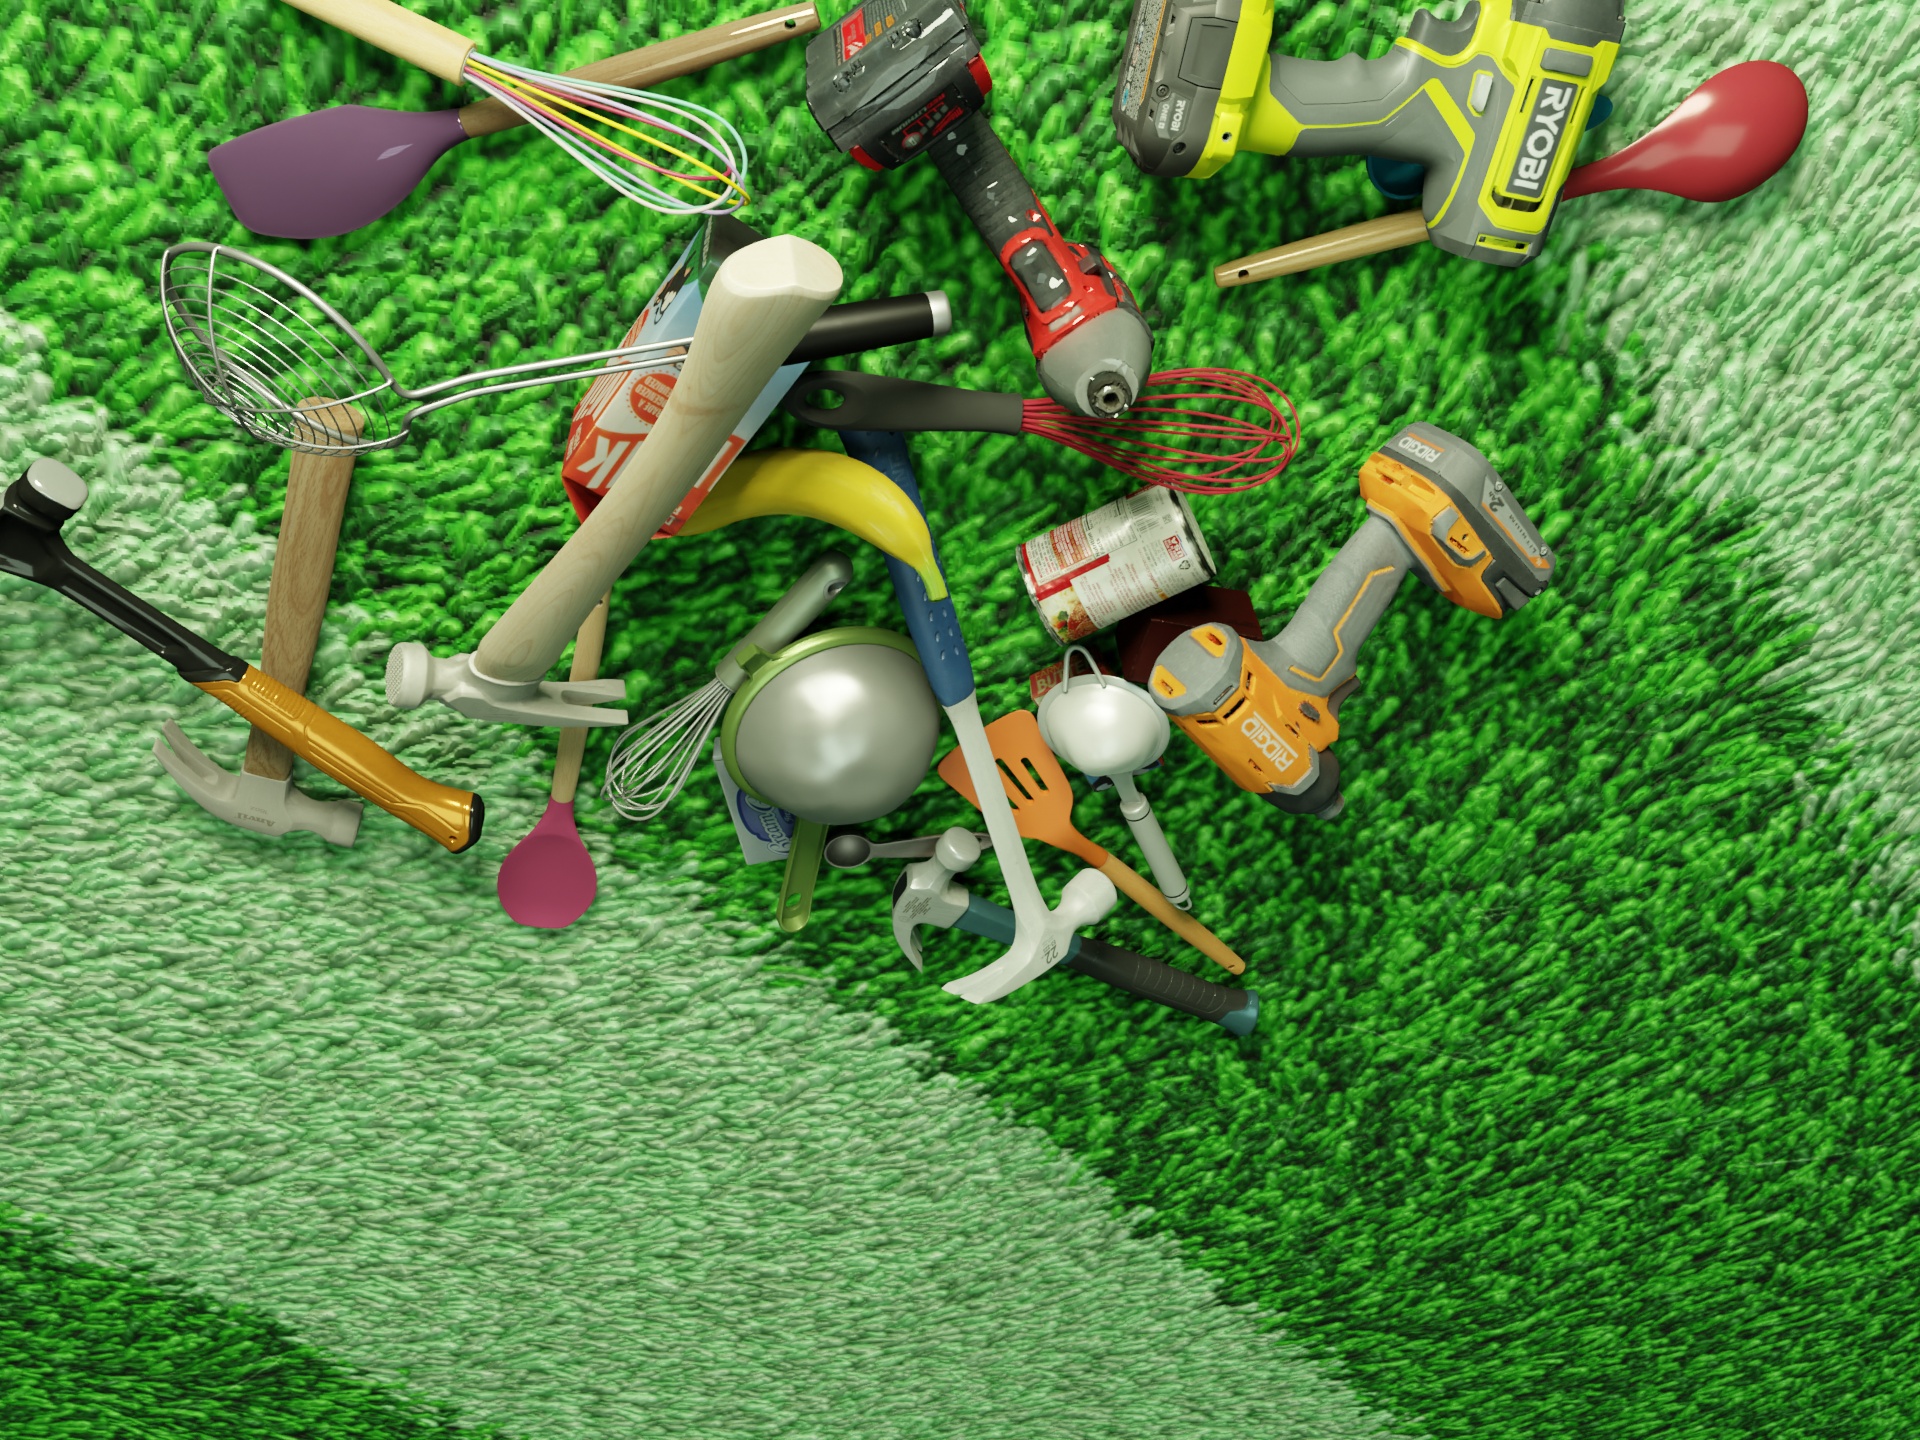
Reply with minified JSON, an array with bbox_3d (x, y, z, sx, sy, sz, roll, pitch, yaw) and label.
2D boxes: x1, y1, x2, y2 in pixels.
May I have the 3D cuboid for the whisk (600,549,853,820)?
[{"bbox_3d":[-0.151,-0.022,1.012,0.246,0.059,0.057,-44,157,23],"label":"whisk"}]

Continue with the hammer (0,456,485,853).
[{"bbox_3d":[-0.433,-0.012,0.957,0.127,0.034,0.336,-36,125,21],"label":"hammer"}]

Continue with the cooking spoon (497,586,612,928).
[{"bbox_3d":[-0.262,0.032,1.061,0.068,0.017,0.318,9,129,-15],"label":"cooking spoon"}]

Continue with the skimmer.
[{"bbox_3d":[-0.189,-0.195,0.767,0.363,0.090,0.127,-11,155,-11],"label":"skimmer"}]

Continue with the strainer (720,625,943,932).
[{"bbox_3d":[-0.083,0.060,1.036,0.151,0.069,0.256,-4,129,-26],"label":"strainer"}]

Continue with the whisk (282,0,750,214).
[{"bbox_3d":[-0.211,-0.301,0.748,0.245,0.047,0.051,24,120,-9],"label":"whisk"}]

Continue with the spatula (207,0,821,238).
[{"bbox_3d":[-0.219,-0.300,0.784,0.316,0.018,0.059,-14,126,9],"label":"spatula"}]

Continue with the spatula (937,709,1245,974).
[{"bbox_3d":[0.114,0.104,1.153,0.081,0.041,0.322,-35,129,22],"label":"spatula"}]

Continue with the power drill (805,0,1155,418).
[{"bbox_3d":[0.021,-0.244,0.772,0.078,0.143,0.219,-31,124,17],"label":"power drill"}]

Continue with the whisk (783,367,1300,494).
[{"bbox_3d":[0.050,-0.166,0.876,0.295,0.073,0.073,3,130,-12],"label":"whisk"}]

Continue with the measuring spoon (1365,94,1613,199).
[{"bbox_3d":[0.271,-0.303,0.823,0.128,0.021,0.042,-13,117,1],"label":"measuring spoon"}]

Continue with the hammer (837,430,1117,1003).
[{"bbox_3d":[-0.002,-0.003,0.980,0.035,0.144,0.405,13,131,44],"label":"hammer"}]

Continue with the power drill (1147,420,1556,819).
[{"bbox_3d":[0.240,-0.047,0.954,0.226,0.084,0.164,-45,122,5],"label":"power drill"}]

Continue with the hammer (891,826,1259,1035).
[{"bbox_3d":[0.095,0.176,1.198,0.330,0.033,0.128,23,130,-24],"label":"hammer"}]

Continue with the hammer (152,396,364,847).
[{"bbox_3d":[-0.411,-0.052,0.970,0.130,0.031,0.331,15,127,-17],"label":"hammer"}]

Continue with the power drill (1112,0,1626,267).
[{"bbox_3d":[0.198,-0.321,0.755,0.223,0.080,0.171,6,118,-11],"label":"power drill"}]

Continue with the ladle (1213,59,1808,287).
[{"bbox_3d":[0.290,-0.277,0.842,0.315,0.031,0.069,-13,121,9],"label":"ladle"}]

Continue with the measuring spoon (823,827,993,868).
[{"bbox_3d":[-0.036,0.085,1.132,0.124,0.018,0.034,-3,132,-11],"label":"measuring spoon"}]

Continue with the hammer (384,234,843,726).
[{"bbox_3d":[-0.167,-0.102,0.828,0.146,0.038,0.410,7,150,-35],"label":"hammer"}]

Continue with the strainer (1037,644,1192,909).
[{"bbox_3d":[0.116,0.054,1.066,0.087,0.050,0.258,-7,136,24],"label":"strainer"}]
